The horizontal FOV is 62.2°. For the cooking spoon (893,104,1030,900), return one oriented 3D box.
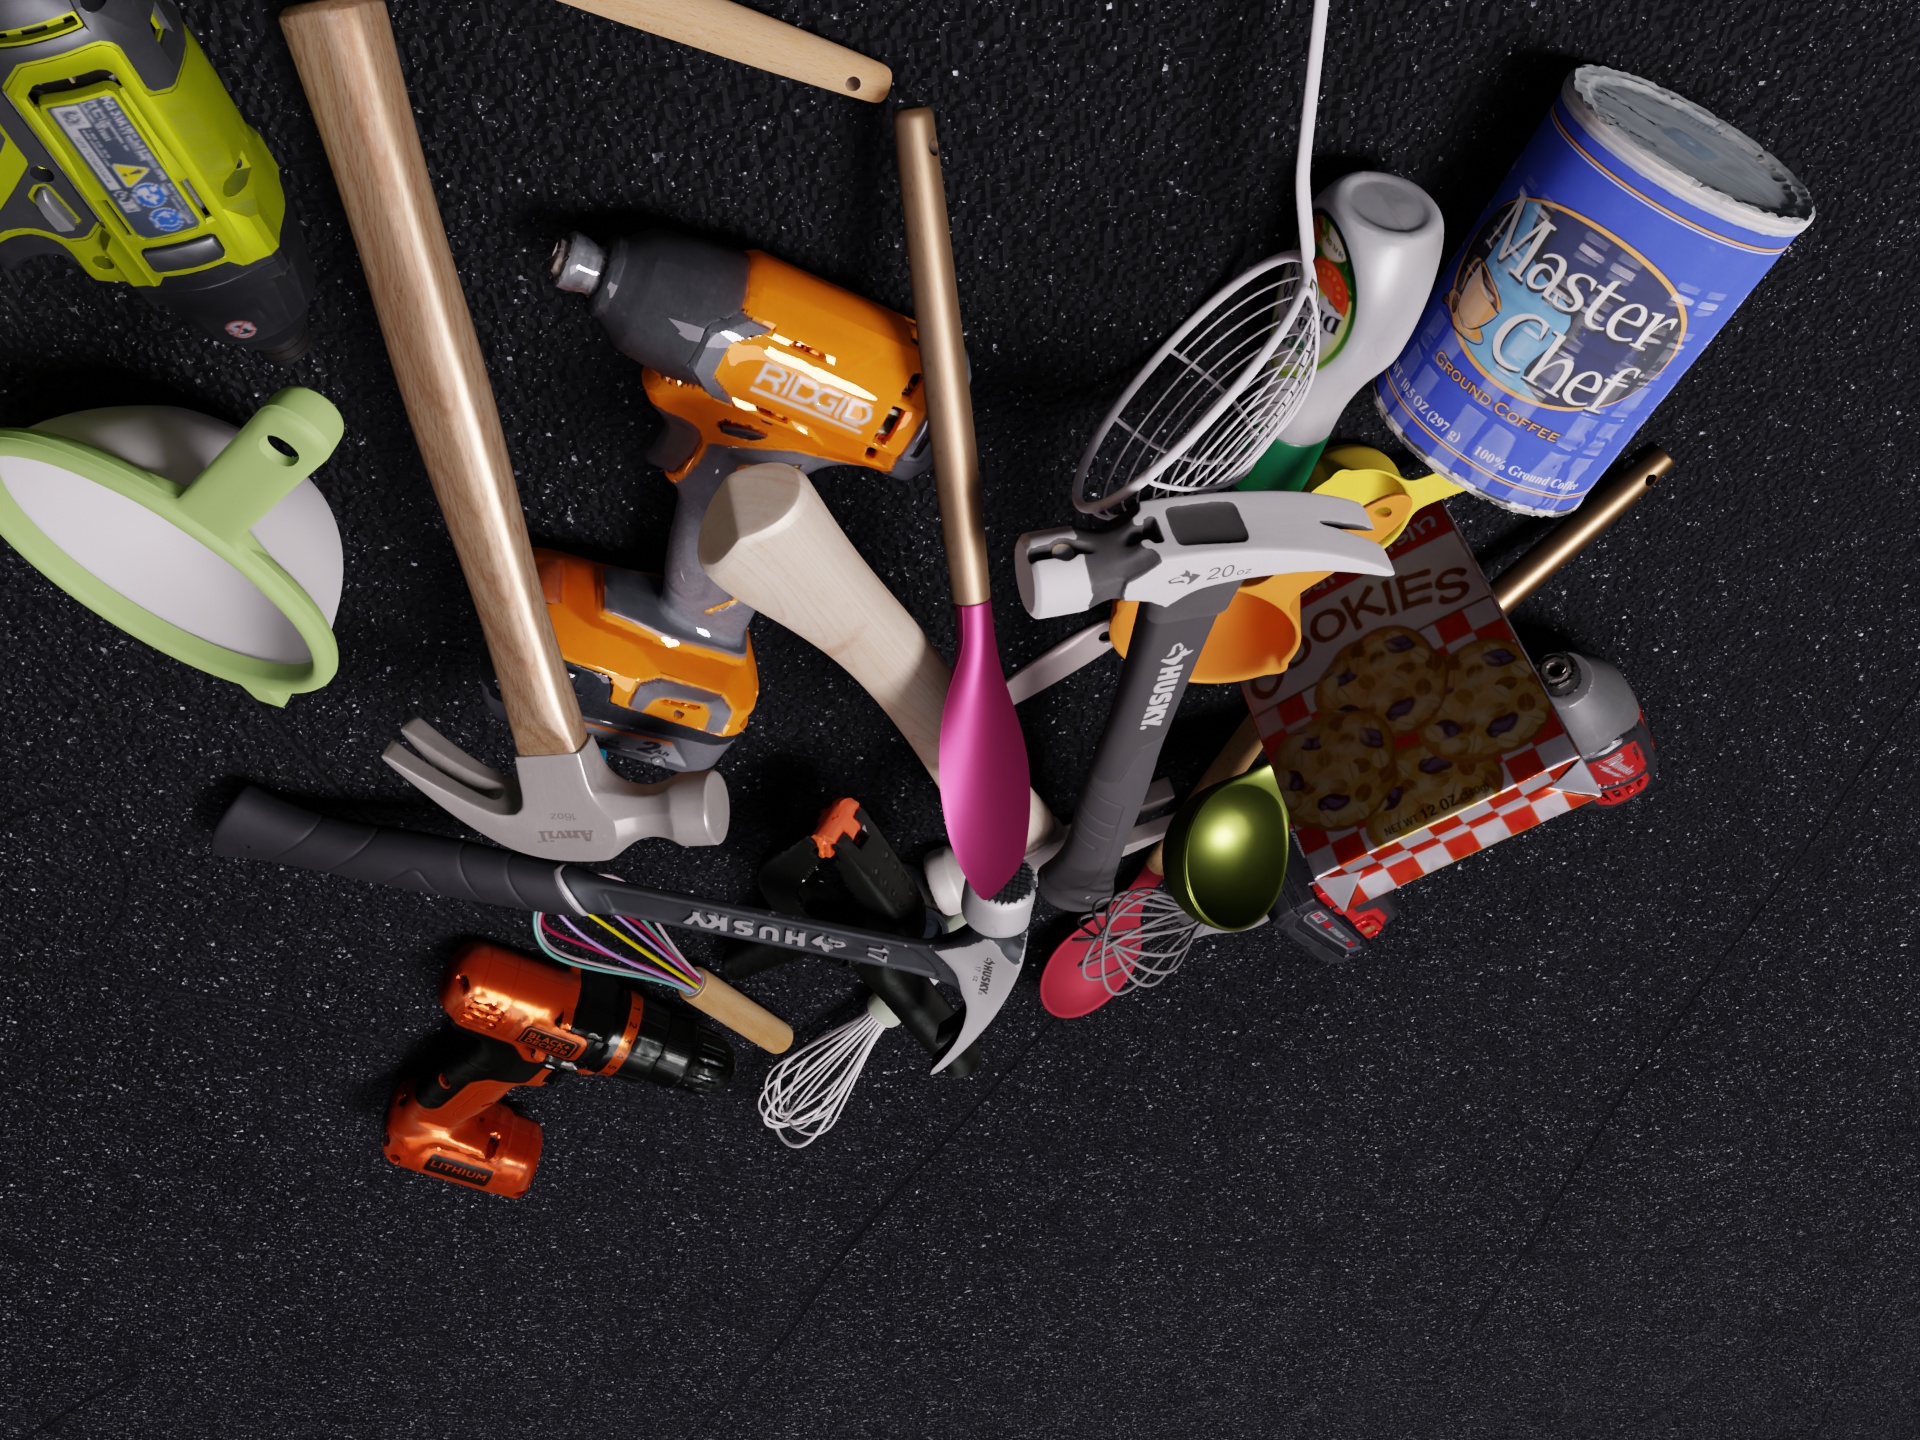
[{"bbox_3d":[0.002,-0.071,0.622,0.017,0.069,0.318,8,119,30],"label":"cooking spoon"}]

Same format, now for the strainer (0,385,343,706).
[{"bbox_3d":[-0.268,-0.089,0.587,0.151,0.069,0.256,39,147,-27],"label":"strainer"}]

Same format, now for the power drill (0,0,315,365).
[{"bbox_3d":[-0.344,-0.162,0.530,0.223,0.080,0.171,-13,150,-1],"label":"power drill"}]

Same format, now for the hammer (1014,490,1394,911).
[{"bbox_3d":[0.083,0.009,0.722,0.146,0.035,0.334,-11,152,-11],"label":"hammer"}]

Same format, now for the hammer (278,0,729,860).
[{"bbox_3d":[-0.185,-0.090,0.595,0.130,0.031,0.331,-4,117,11],"label":"hammer"}]

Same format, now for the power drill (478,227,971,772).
[{"bbox_3d":[-0.120,-0.092,0.656,0.164,0.084,0.226,19,126,-28],"label":"power drill"}]

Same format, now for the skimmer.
[{"bbox_3d":[0.092,-0.236,0.543,0.090,0.127,0.363,6,127,8],"label":"skimmer"}]

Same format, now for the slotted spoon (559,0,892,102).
[{"bbox_3d":[-0.168,-0.253,0.509,0.313,0.031,0.070,10,140,-24],"label":"slotted spoon"}]

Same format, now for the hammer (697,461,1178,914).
[{"bbox_3d":[-0.001,-0.002,0.729,0.146,0.038,0.410,-20,153,9],"label":"hammer"}]

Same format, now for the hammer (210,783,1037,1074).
[{"bbox_3d":[-0.172,0.091,0.794,0.409,0.036,0.149,11,134,2],"label":"hammer"}]

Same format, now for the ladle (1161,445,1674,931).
[{"bbox_3d":[0.225,-0.014,0.785,0.320,0.062,0.078,-43,124,14],"label":"ladle"}]

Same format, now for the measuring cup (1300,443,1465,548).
[{"bbox_3d":[0.223,-0.120,0.732,0.156,0.029,0.062,-22,137,8],"label":"measuring cup"}]

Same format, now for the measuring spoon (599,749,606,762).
[{"bbox_3d":[-0.190,0.018,0.809,0.042,0.021,0.128,0,128,-12],"label":"measuring spoon"}]

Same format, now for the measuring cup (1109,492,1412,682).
[{"bbox_3d":[0.136,-0.076,0.709,0.095,0.052,0.173,20,148,-24],"label":"measuring cup"}]

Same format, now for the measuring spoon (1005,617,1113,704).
[{"bbox_3d":[0.037,-0.015,0.812,0.124,0.018,0.034,-33,133,22],"label":"measuring spoon"}]

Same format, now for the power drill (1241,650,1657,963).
[{"bbox_3d":[0.263,0.040,0.864,0.219,0.079,0.143,-31,146,16],"label":"power drill"}]

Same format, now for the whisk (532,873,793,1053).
[{"bbox_3d":[-0.167,0.147,0.925,0.047,0.051,0.244,-8,147,27],"label":"whisk"}]

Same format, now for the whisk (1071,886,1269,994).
[{"bbox_3d":[0.129,0.113,0.885,0.055,0.055,0.239,-37,161,27],"label":"whisk"}]

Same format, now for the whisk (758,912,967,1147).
[{"bbox_3d":[-0.052,0.187,0.994,0.057,0.059,0.246,13,129,-40],"label":"whisk"}]

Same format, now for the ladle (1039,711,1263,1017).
[{"bbox_3d":[0.124,0.068,0.914,0.069,0.031,0.315,1,136,-31],"label":"ladle"}]
